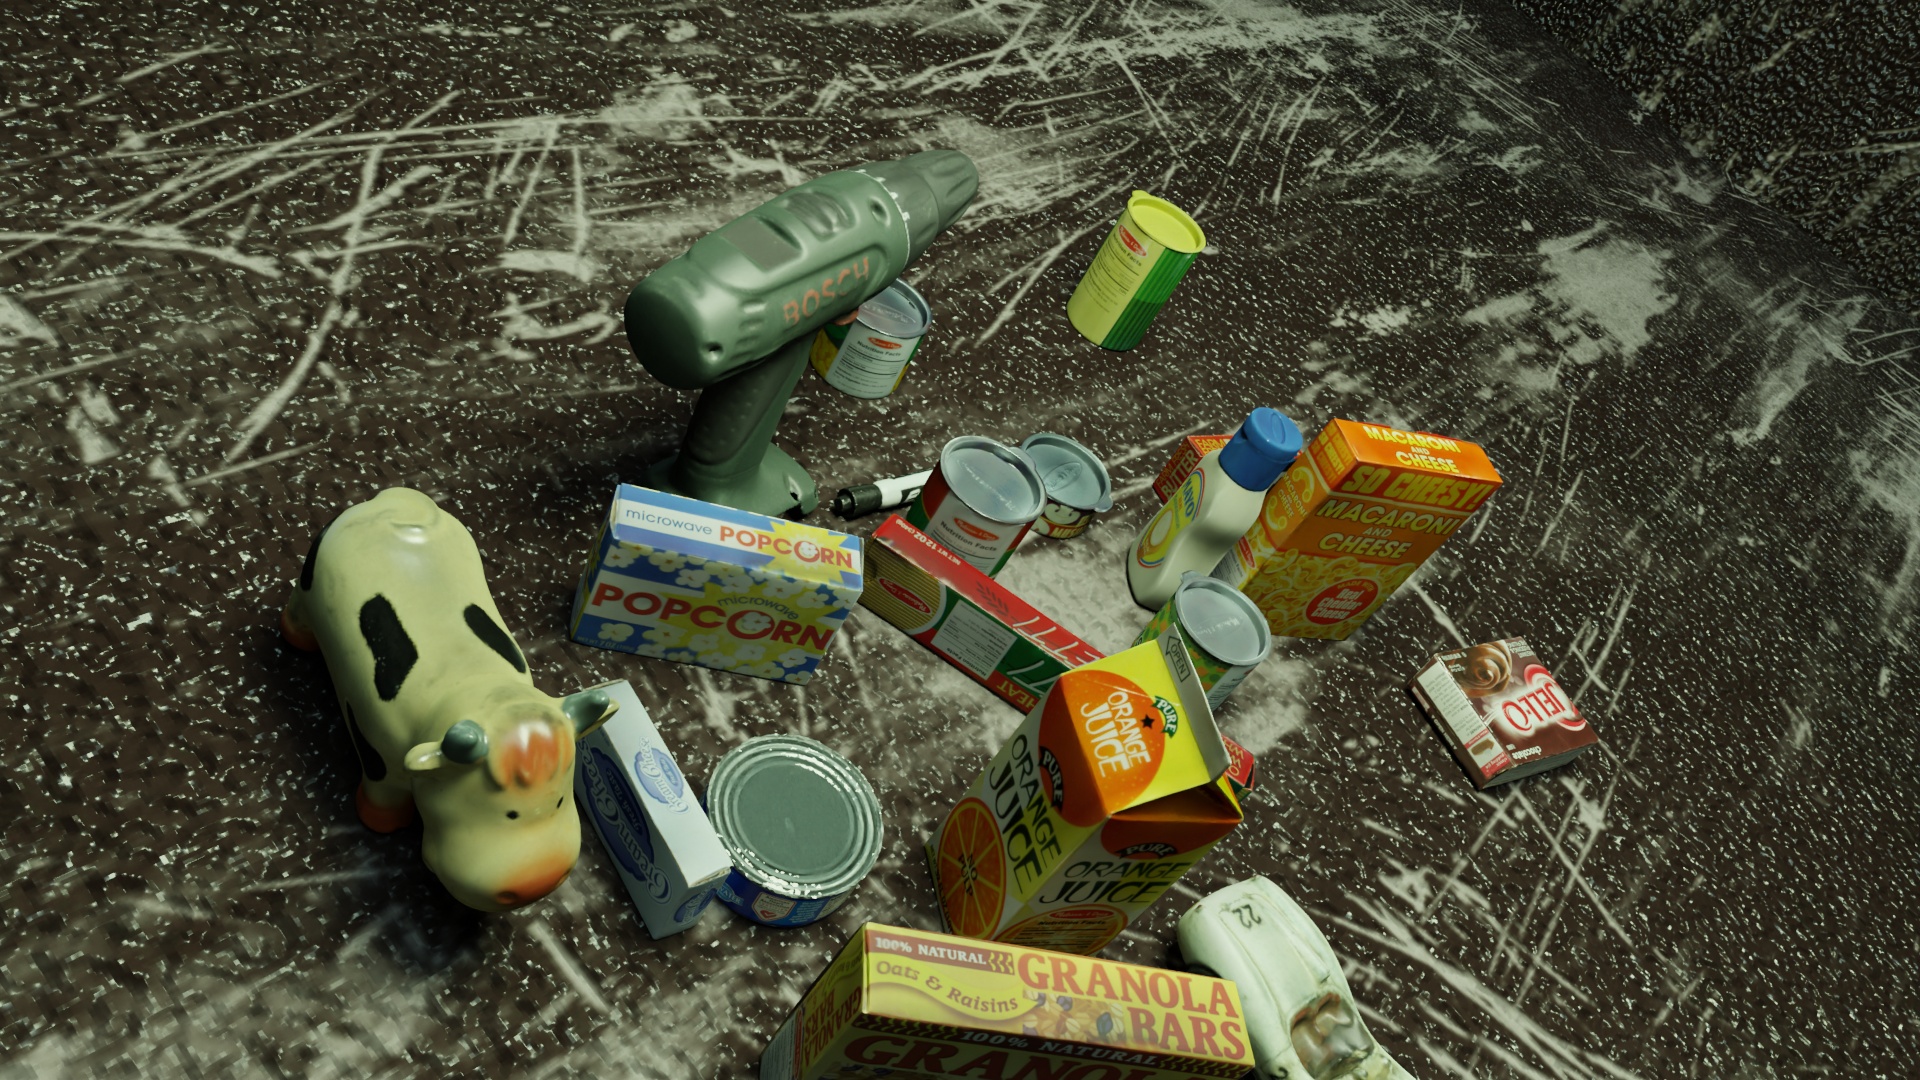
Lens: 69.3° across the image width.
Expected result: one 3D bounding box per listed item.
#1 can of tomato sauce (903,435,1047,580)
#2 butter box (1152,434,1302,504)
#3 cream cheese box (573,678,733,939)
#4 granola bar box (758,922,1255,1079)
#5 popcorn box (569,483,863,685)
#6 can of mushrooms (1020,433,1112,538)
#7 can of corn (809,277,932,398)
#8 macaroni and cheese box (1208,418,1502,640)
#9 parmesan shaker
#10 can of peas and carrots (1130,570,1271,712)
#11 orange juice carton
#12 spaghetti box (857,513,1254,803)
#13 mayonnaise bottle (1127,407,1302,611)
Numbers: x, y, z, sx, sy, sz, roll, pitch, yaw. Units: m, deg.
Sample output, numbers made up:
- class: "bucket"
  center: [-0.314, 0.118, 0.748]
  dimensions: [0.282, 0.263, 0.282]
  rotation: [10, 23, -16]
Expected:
- class: "can of tomato sauce"
  center: [0.003, -0.010, 0.809]
  dimensions: [0.071, 0.082, 0.071]
  rotation: [18, 43, -17]
- class: "butter box"
  center: [0.191, -0.050, 0.991]
  dimensions: [0.104, 0.052, 0.024]
  rotation: [-3, 52, -35]
- class: "cream cheese box"
  center: [-0.141, 0.118, 0.613]
  dimensions: [0.024, 0.053, 0.104]
  rotation: [-15, 59, -41]
- class: "granola bar box"
  center: [0.015, 0.211, 0.567]
  dimensions: [0.166, 0.123, 0.039]
  rotation: [15, 44, -20]
- class: "popcorn box"
  center: [-0.122, 0.024, 0.694]
  dimensions: [0.127, 0.084, 0.038]
  rotation: [13, 44, -22]
- class: "can of mushrooms"
  center: [0.064, -0.034, 0.909]
  dimensions: [0.071, 0.033, 0.071]
  rotation: [18, 43, -17]
- class: "can of corn"
  center: [-0.060, -0.137, 0.914]
  dimensions: [0.071, 0.058, 0.071]
  rotation: [18, 43, -17]
- class: "macaroni and cheese box"
  center: [0.243, -0.003, 0.890]
  dimensions: [0.124, 0.165, 0.040]
  rotation: [6, 47, -28]
- class: "parmesan shaker"
  center: [0.132, -0.206, 1.070]
  dimensions: [0.071, 0.102, 0.072]
  rotation: [18, 43, -17]
- class: "can of peas and carrots"
  center: [0.143, 0.063, 0.845]
  dimensions: [0.071, 0.058, 0.071]
  rotation: [18, 43, -17]
- class: "orange juice carton"
  center: [0.060, 0.122, 0.630]
  dimensions: [0.073, 0.191, 0.072]
  rotation: [7, 47, -27]
- class: "spaghetti box"
  center: [0.050, 0.075, 0.780]
  dimensions: [0.250, 0.050, 0.029]
  rotation: [34, 40, 1]
- class: "mayonnaise bottle"
  center: [0.157, -0.020, 0.867]
  dimensions: [0.041, 0.147, 0.065]
  rotation: [20, 42, -15]
